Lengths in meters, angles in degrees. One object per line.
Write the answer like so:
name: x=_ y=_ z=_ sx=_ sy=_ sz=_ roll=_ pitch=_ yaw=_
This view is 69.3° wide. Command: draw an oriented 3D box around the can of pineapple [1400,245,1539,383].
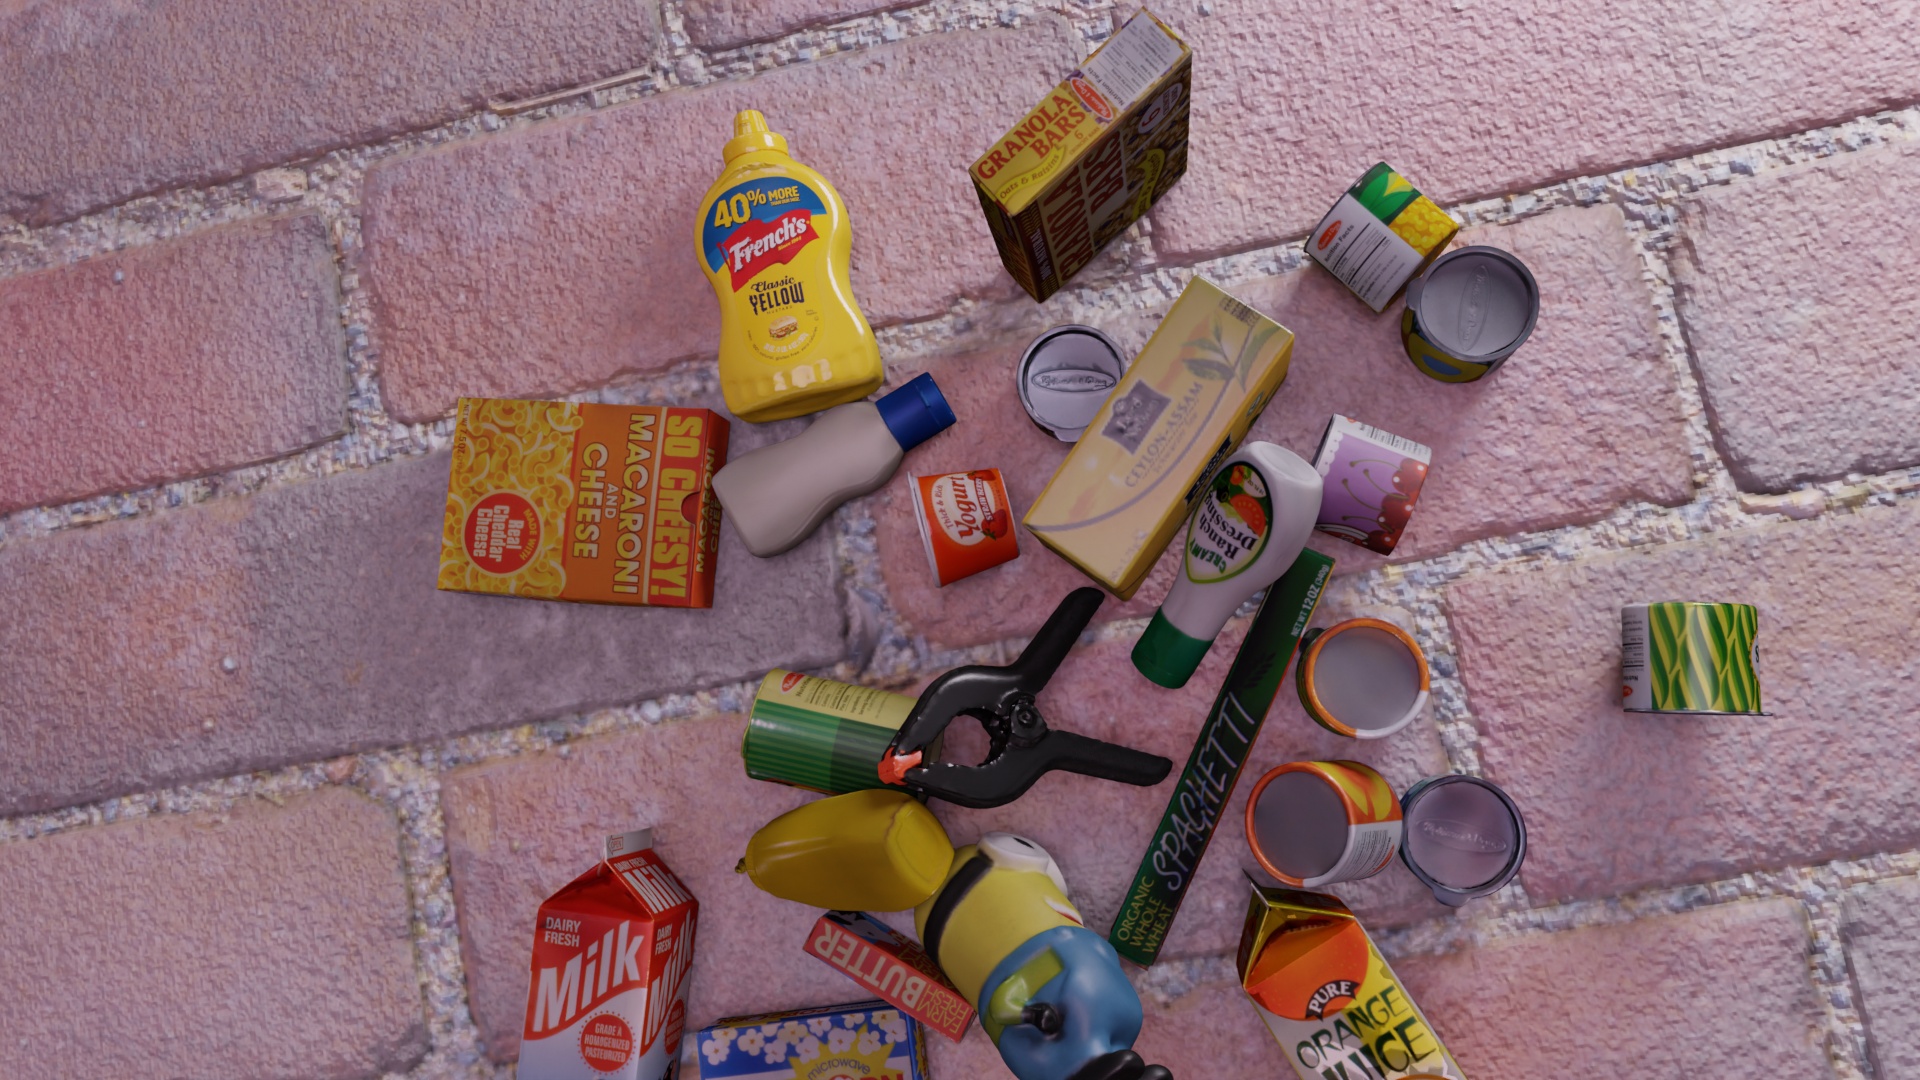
can of pineapple: x=0.286 y=-0.128 z=0.788 sx=0.071 sy=0.058 sz=0.071 roll=-1 pitch=83 yaw=9

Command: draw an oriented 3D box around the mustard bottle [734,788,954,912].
mustard bottle: x=-0.078 y=0.178 z=0.790 sx=0.160 sy=0.049 sz=0.065 roll=-14 pitch=118 yaw=41

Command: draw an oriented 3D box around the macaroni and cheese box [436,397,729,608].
macaroni and cheese box: x=-0.235 y=-0.023 z=0.866 sx=0.166 sy=0.040 sz=0.124 roll=3 pitch=84 yaw=10

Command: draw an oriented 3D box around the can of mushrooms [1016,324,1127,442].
can of mushrooms: x=0.068 y=-0.091 z=0.830 sx=0.071 sy=0.033 sz=0.071 roll=-1 pitch=83 yaw=8

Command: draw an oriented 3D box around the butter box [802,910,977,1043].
butter box: x=-0.036 y=0.245 z=0.794 sx=0.103 sy=0.053 sz=0.024 roll=28 pitch=90 yaw=11

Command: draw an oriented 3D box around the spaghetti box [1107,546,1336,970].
spaghetti box: x=0.146 y=0.120 z=0.782 sx=0.029 sy=0.050 sz=0.250 roll=25 pitch=87 yaw=10

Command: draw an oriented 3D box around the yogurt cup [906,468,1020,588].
yogurt cup: x=0.003 y=-0.010 z=0.816 sx=0.054 sy=0.072 sz=0.072 roll=-14 pitch=81 yaw=-1

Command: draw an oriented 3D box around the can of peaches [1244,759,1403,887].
can of peaches: x=0.195 y=0.152 z=0.754 sx=0.071 sy=0.058 sz=0.071 roll=-6 pitch=80 yaw=41

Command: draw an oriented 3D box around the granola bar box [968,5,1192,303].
granola bar box: x=0.072 y=-0.207 z=0.777 sx=0.124 sy=0.165 sz=0.039 roll=-42 pitch=80 yaw=2

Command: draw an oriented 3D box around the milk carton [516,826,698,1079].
milk carton: x=-0.204 y=0.265 z=0.808 sx=0.073 sy=0.072 sz=0.190 roll=5 pitch=83 yaw=10

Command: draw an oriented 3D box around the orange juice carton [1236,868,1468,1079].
orange juice carton: x=0.209 y=0.262 z=0.743 sx=0.073 sy=0.072 sz=0.193 roll=-34 pitch=79 yaw=3

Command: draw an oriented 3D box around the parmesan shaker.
parmesan shaker: x=-0.067 y=0.118 z=0.806 sx=0.103 sy=0.071 sz=0.071 roll=11 pitch=85 yaw=10

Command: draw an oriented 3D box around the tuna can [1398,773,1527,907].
tuna can: x=0.273 y=0.164 z=0.765 sx=0.071 sy=0.033 sz=0.071 roll=-1 pitch=83 yaw=9

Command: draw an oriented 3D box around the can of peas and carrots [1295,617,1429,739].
can of peas and carrots: x=0.221 y=0.075 z=0.772 sx=0.071 sy=0.058 sz=0.071 roll=-1 pitch=83 yaw=9

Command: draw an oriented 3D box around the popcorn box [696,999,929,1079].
popcorn box: x=-0.082 y=0.315 z=0.800 sx=0.127 sy=0.038 sz=0.085 roll=-9 pitch=83 yaw=7

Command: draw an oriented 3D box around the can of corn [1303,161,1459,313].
can of corn: x=0.243 y=-0.174 z=0.798 sx=0.058 sy=0.071 sz=0.071 roll=44 pitch=91 yaw=11

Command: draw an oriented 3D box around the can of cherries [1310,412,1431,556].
can of cherries: x=0.224 y=-0.029 z=0.782 sx=0.058 sy=0.071 sz=0.071 roll=22 pitch=87 yaw=10

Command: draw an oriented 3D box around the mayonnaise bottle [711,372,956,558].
mayonnaise bottle: x=-0.074 y=-0.050 z=0.844 sx=0.148 sy=0.041 sz=0.065 roll=-30 pitch=82 yaw=3

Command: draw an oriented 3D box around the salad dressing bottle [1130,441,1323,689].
salad dressing bottle: x=0.144 y=0.017 z=0.771 sx=0.064 sy=0.044 sz=0.147 roll=51 pitch=125 yaw=39

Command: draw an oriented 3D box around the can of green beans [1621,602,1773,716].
can of green beans: x=0.390 y=0.064 z=0.743 sx=0.071 sy=0.071 sz=0.058 roll=1 pitch=83 yaw=9
